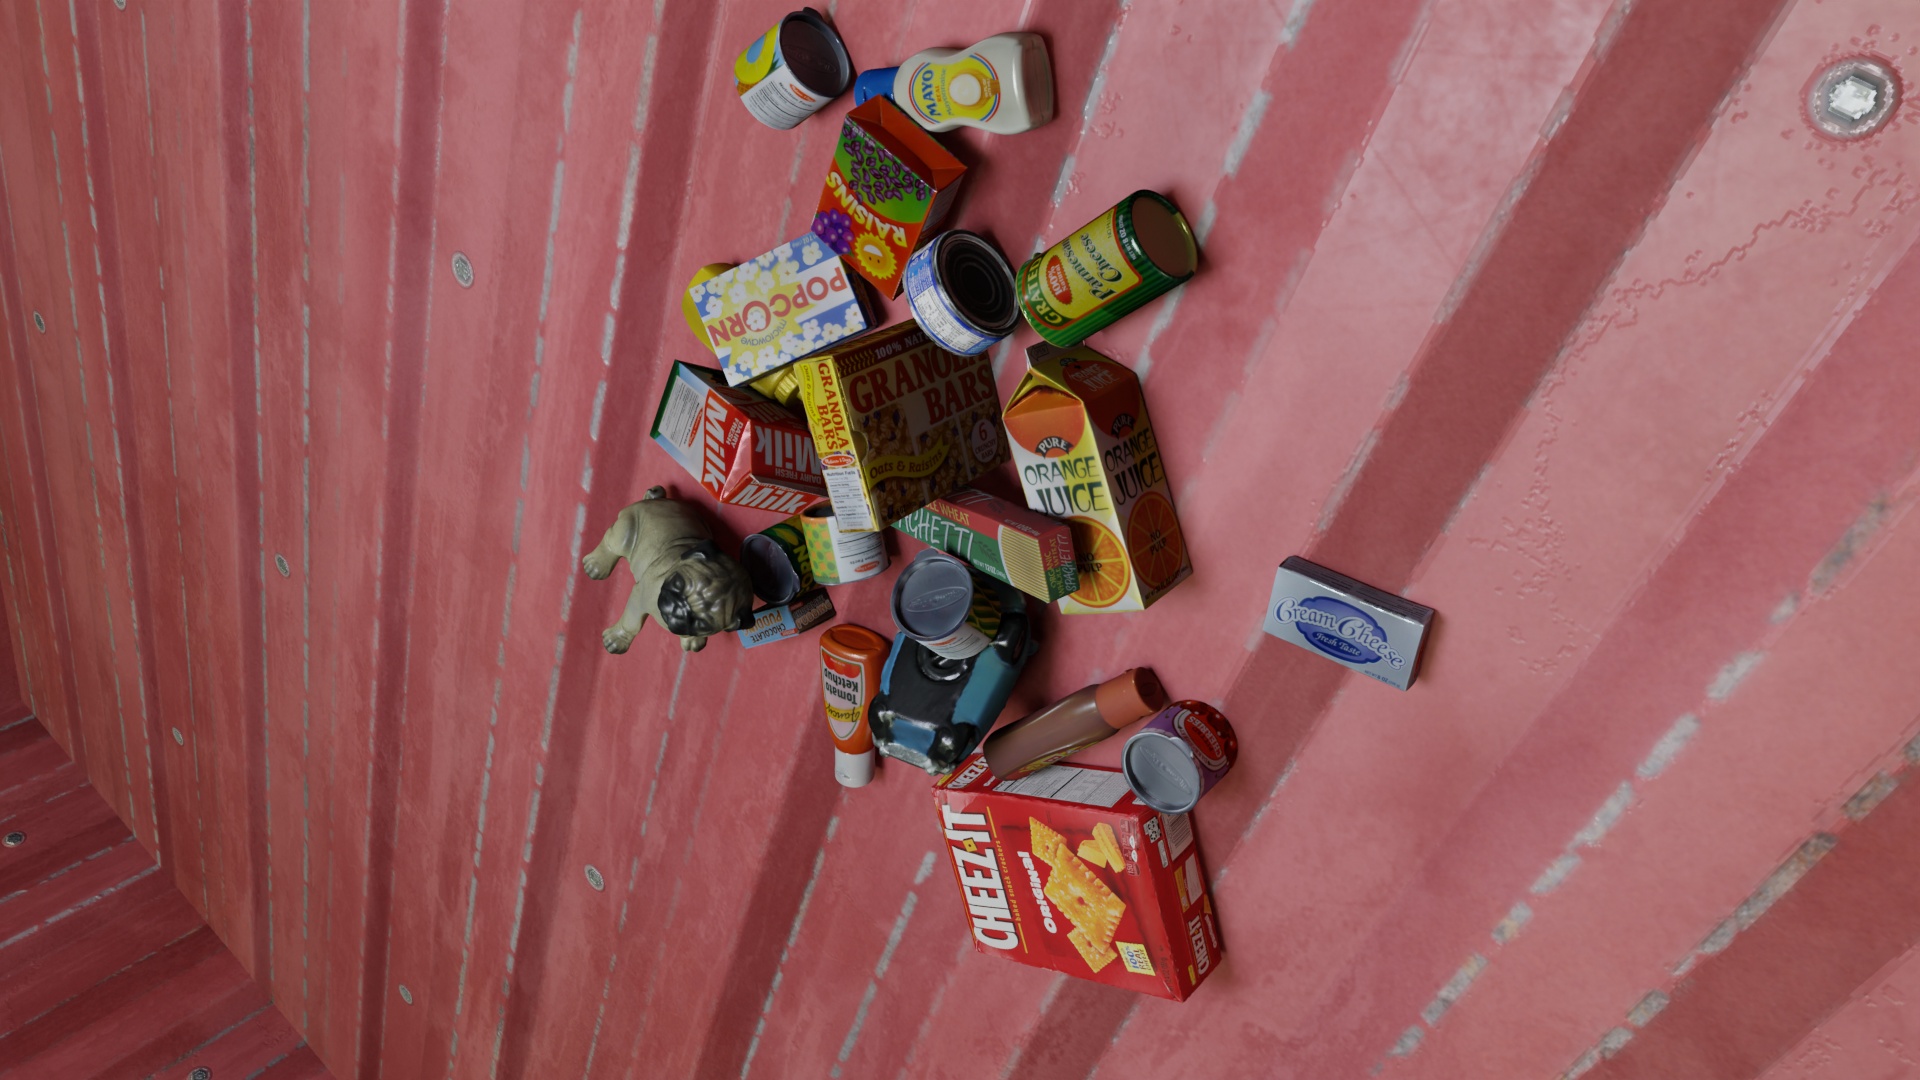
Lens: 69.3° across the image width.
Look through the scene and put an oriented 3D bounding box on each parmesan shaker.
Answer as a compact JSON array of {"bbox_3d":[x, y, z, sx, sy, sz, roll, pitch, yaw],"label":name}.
[{"bbox_3d":[0.094,-0.179,0.908,0.102,0.071,0.071,-26,92,44],"label":"parmesan shaker"}]

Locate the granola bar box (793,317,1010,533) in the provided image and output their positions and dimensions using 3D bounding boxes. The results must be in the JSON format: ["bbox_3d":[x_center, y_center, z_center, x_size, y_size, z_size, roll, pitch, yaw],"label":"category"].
[{"bbox_3d":[-0.036,-0.090,0.990,0.039,0.166,0.124,-2,109,38],"label":"granola bar box"}]

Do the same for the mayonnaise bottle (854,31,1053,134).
[{"bbox_3d":[-0.007,-0.308,0.948,0.148,0.041,0.064,9,119,38],"label":"mayonnaise bottle"}]

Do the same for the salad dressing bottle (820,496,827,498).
[{"bbox_3d":[-0.130,-0.064,1.166,0.147,0.044,0.064,-5,119,44],"label":"salad dressing bottle"}]

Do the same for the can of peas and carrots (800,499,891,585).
[{"bbox_3d":[-0.097,-0.002,1.153,0.071,0.071,0.058,3,111,39],"label":"can of peas and carrots"}]

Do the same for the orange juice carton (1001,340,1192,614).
[{"bbox_3d":[0.091,-0.050,0.968,0.073,0.072,0.192,-7,106,41],"label":"orange juice carton"}]

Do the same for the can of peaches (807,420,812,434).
[{"bbox_3d":[-0.082,-0.108,1.087,0.071,0.071,0.057,35,128,22],"label":"can of peaches"}]

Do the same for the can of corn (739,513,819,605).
[{"bbox_3d":[-0.147,0.017,1.209,0.071,0.058,0.070,18,121,33],"label":"can of corn"}]

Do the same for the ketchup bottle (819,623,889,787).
[{"bbox_3d":[-0.094,0.150,1.239,0.065,0.044,0.148,20,123,32],"label":"ketchup bottle"}]

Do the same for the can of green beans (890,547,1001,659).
[{"bbox_3d":[-0.010,0.050,1.027,0.071,0.057,0.071,-8,69,21],"label":"can of green beans"}]

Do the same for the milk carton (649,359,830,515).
[{"bbox_3d":[-0.175,-0.077,1.125,0.191,0.072,0.073,37,110,48],"label":"milk carton"}]

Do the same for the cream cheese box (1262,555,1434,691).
[{"bbox_3d":[0.254,0.053,0.913,0.104,0.024,0.053,24,123,30],"label":"cream cheese box"}]

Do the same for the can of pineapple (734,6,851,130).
[{"bbox_3d":[-0.122,-0.343,1.014,0.057,0.071,0.071,-18,98,44],"label":"can of pineapple"}]

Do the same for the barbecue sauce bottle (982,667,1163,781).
[{"bbox_3d":[0.088,0.141,1.070,0.148,0.065,0.044,-32,77,35],"label":"barbecue sauce bottle"}]

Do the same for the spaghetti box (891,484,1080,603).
[{"bbox_3d":[0.004,-0.013,1.028,0.250,0.029,0.050,25,132,56],"label":"spaghetti box"}]

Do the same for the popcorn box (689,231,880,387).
[{"bbox_3d":[-0.137,-0.182,1.084,0.126,0.038,0.085,-21,95,16],"label":"popcorn box"}]

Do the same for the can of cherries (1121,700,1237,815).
[{"bbox_3d":[0.162,0.157,1.016,0.071,0.059,0.071,18,121,34],"label":"can of cherries"}]

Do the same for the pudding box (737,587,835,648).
[{"bbox_3d":[-0.160,0.070,1.251,0.083,0.050,0.030,-16,98,43],"label":"pudding box"}]

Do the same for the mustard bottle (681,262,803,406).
[{"bbox_3d":[-0.162,-0.157,1.146,0.160,0.049,0.065,48,128,11],"label":"mustard bottle"}]

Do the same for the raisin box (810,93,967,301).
[{"bbox_3d":[-0.054,-0.242,0.993,0.086,0.040,0.122,41,148,5],"label":"raisin box"}]
